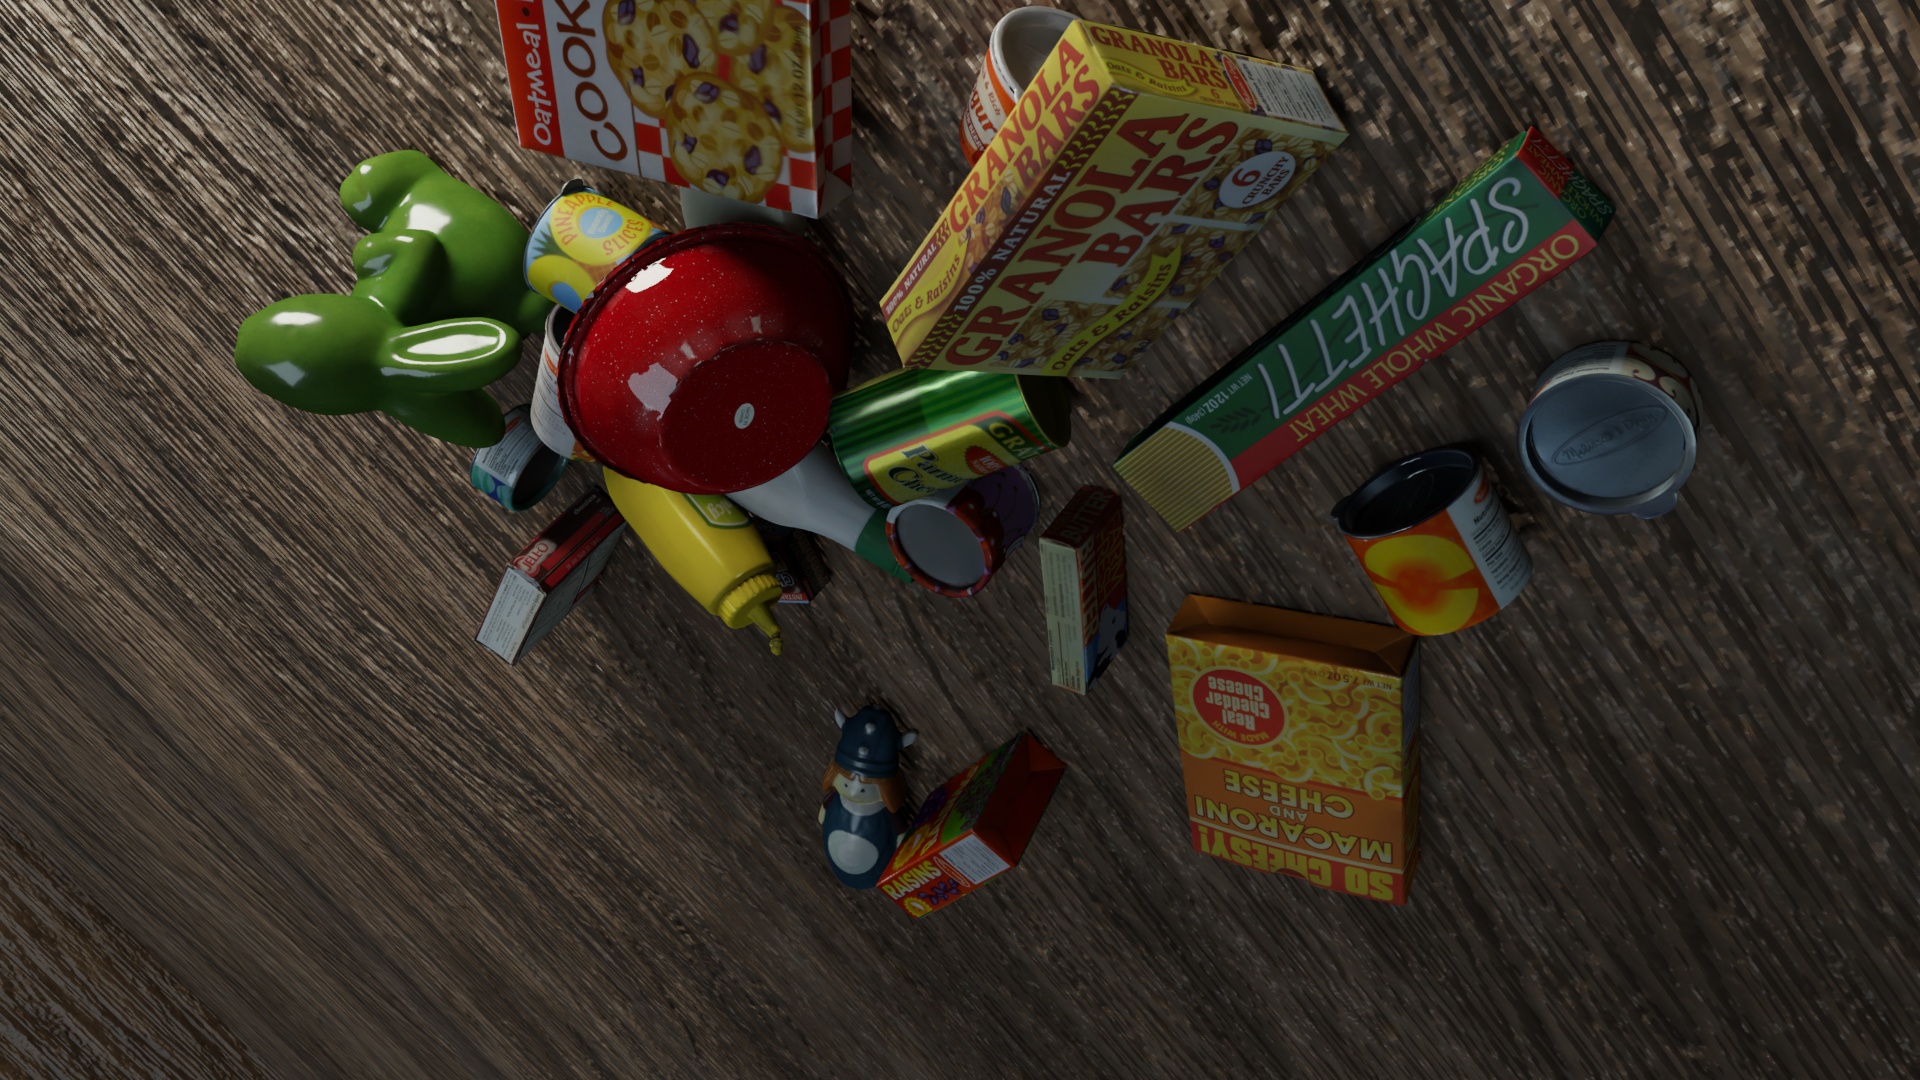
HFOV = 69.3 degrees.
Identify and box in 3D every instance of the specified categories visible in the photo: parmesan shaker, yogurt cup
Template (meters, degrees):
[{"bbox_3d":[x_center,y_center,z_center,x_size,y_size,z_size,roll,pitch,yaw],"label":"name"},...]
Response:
[{"bbox_3d":[-0.004,-0.060,0.694,0.103,0.072,0.071,-19,113,22],"label":"parmesan shaker"},{"bbox_3d":[0.034,-0.183,0.590,0.072,0.073,0.053,41,144,-1],"label":"yogurt cup"}]

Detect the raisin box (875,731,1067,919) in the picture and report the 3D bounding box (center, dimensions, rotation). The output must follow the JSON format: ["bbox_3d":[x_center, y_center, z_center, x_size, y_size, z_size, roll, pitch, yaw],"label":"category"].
[{"bbox_3d":[0.006,0.184,0.889,0.040,0.086,0.123,41,137,-8],"label":"raisin box"}]

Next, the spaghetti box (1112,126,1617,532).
[{"bbox_3d":[0.163,-0.081,0.610,0.050,0.029,0.249,44,137,-6],"label":"spaghetti box"}]

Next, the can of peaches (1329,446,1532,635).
[{"bbox_3d":[0.209,0.001,0.619,0.071,0.071,0.058,-19,113,42],"label":"can of peaches"}]

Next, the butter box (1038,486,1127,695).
[{"bbox_3d":[0.067,0.028,0.745,0.024,0.053,0.103,14,130,28],"label":"butter box"}]

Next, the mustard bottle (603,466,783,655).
[{"bbox_3d":[-0.148,0.002,0.827,0.048,0.065,0.160,-47,72,27],"label":"mustard bottle"}]

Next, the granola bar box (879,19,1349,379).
[{"bbox_3d":[0.058,-0.132,0.575,0.164,0.124,0.039,-47,54,46],"label":"granola bar box"}]

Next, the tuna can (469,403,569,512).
[{"bbox_3d":[-0.286,-0.053,0.909,0.033,0.071,0.070,32,136,6],"label":"tuna can"}]

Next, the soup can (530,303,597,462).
[{"bbox_3d":[-0.214,-0.097,0.824,0.071,0.072,0.083,37,141,3],"label":"soup can"}]

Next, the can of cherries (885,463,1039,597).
[{"bbox_3d":[0.003,-0.009,0.754,0.071,0.059,0.071,18,132,21],"label":"can of cherries"}]

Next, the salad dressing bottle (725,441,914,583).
[{"bbox_3d":[-0.082,-0.027,0.810,0.148,0.044,0.064,31,131,7],"label":"salad dressing bottle"}]

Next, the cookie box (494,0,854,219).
[{"bbox_3d":[-0.130,-0.225,0.624,0.167,0.040,0.122,17,130,18],"label":"cookie box"}]

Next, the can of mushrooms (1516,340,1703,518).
[{"bbox_3d":[0.266,-0.044,0.567,0.071,0.034,0.070,18,132,21],"label":"can of mushrooms"}]

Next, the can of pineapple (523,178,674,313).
[{"bbox_3d":[-0.196,-0.154,0.764,0.058,0.071,0.070,29,135,10],"label":"can of pineapple"}]

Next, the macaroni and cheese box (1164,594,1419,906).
[{"bbox_3d":[0.181,0.114,0.748,0.124,0.040,0.165,9,128,29],"label":"macaroni and cheese box"}]

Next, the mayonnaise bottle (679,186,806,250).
[{"bbox_3d":[-0.110,-0.214,0.678,0.065,0.041,0.147,18,131,19],"label":"mayonnaise bottle"}]

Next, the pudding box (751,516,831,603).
[{"bbox_3d":[-0.128,0.012,0.881,0.083,0.030,0.049,0,125,34],"label":"pudding box"}]
